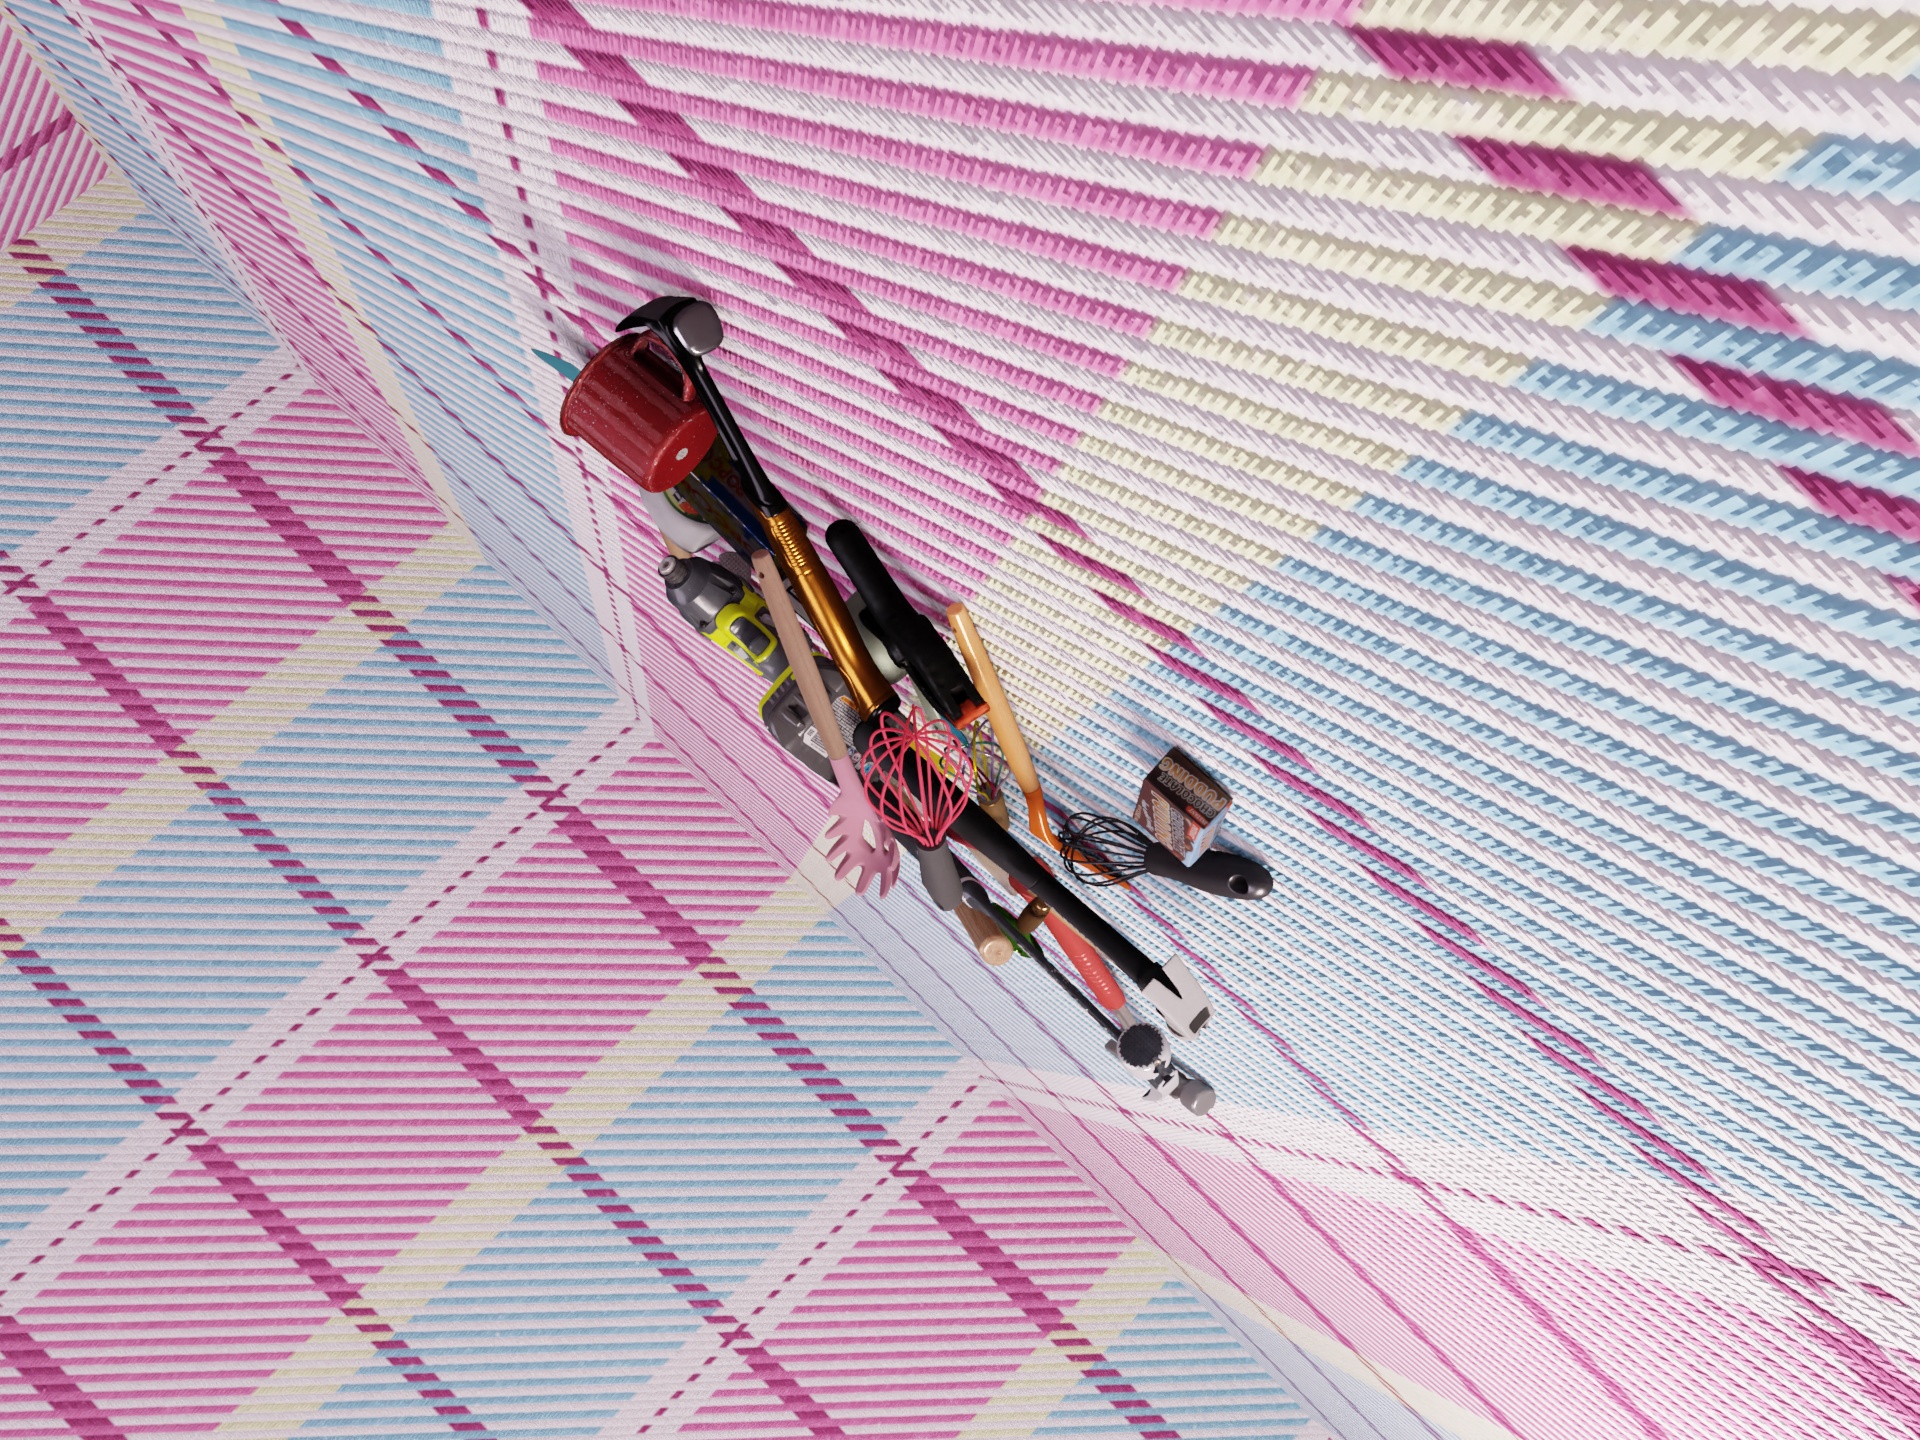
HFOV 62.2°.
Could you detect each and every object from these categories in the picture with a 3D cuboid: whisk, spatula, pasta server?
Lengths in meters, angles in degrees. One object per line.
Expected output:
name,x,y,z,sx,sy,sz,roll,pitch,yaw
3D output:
whisk,0.133,0.096,1.071,0.055,0.055,0.239,51,161,-19
spatula,0.051,0.026,1.168,0.081,0.041,0.322,33,157,42
spatula,-0.283,-0.197,1.418,0.082,0.044,0.317,27,147,44
pasta server,-0.102,0.009,1.181,0.060,0.040,0.315,5,133,27
whisk,0.020,0.057,1.286,0.047,0.051,0.244,60,176,19
whisk,-0.023,0.073,1.090,0.073,0.073,0.295,41,163,21

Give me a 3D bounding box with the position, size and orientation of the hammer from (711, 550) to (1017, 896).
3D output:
hammer,-0.086,0.010,1.495,0.410,0.038,0.146,45,168,2

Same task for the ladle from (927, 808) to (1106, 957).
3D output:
ladle,0.078,0.152,1.349,0.315,0.031,0.069,41,174,-19

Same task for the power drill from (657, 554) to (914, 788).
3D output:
power drill,-0.150,-0.048,1.297,0.223,0.080,0.171,43,-177,40

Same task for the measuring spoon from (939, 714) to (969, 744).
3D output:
measuring spoon,-0.002,-0.004,1.260,0.042,0.021,0.128,41,175,17

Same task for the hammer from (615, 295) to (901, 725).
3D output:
hammer,-0.130,-0.138,1.106,0.127,0.034,0.336,27,148,58

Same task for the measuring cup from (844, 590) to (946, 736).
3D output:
measuring cup,-0.053,-0.032,1.268,0.083,0.038,0.167,33,159,43

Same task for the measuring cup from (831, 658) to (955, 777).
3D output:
measuring cup,-0.065,-0.001,1.406,0.156,0.062,0.029,34,130,-2

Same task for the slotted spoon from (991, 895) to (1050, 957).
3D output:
slotted spoon,0.056,0.172,1.366,0.070,0.031,0.313,46,170,7

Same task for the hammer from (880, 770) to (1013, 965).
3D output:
hammer,-0.025,0.126,1.494,0.129,0.031,0.332,44,-176,-35

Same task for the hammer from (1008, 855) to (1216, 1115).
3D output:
hammer,0.130,0.249,1.532,0.149,0.037,0.358,30,159,50

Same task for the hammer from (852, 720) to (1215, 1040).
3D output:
hammer,0.046,0.106,1.152,0.335,0.035,0.146,40,173,20

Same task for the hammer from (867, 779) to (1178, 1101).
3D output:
hammer,0.025,0.150,1.259,0.409,0.036,0.149,42,170,30
